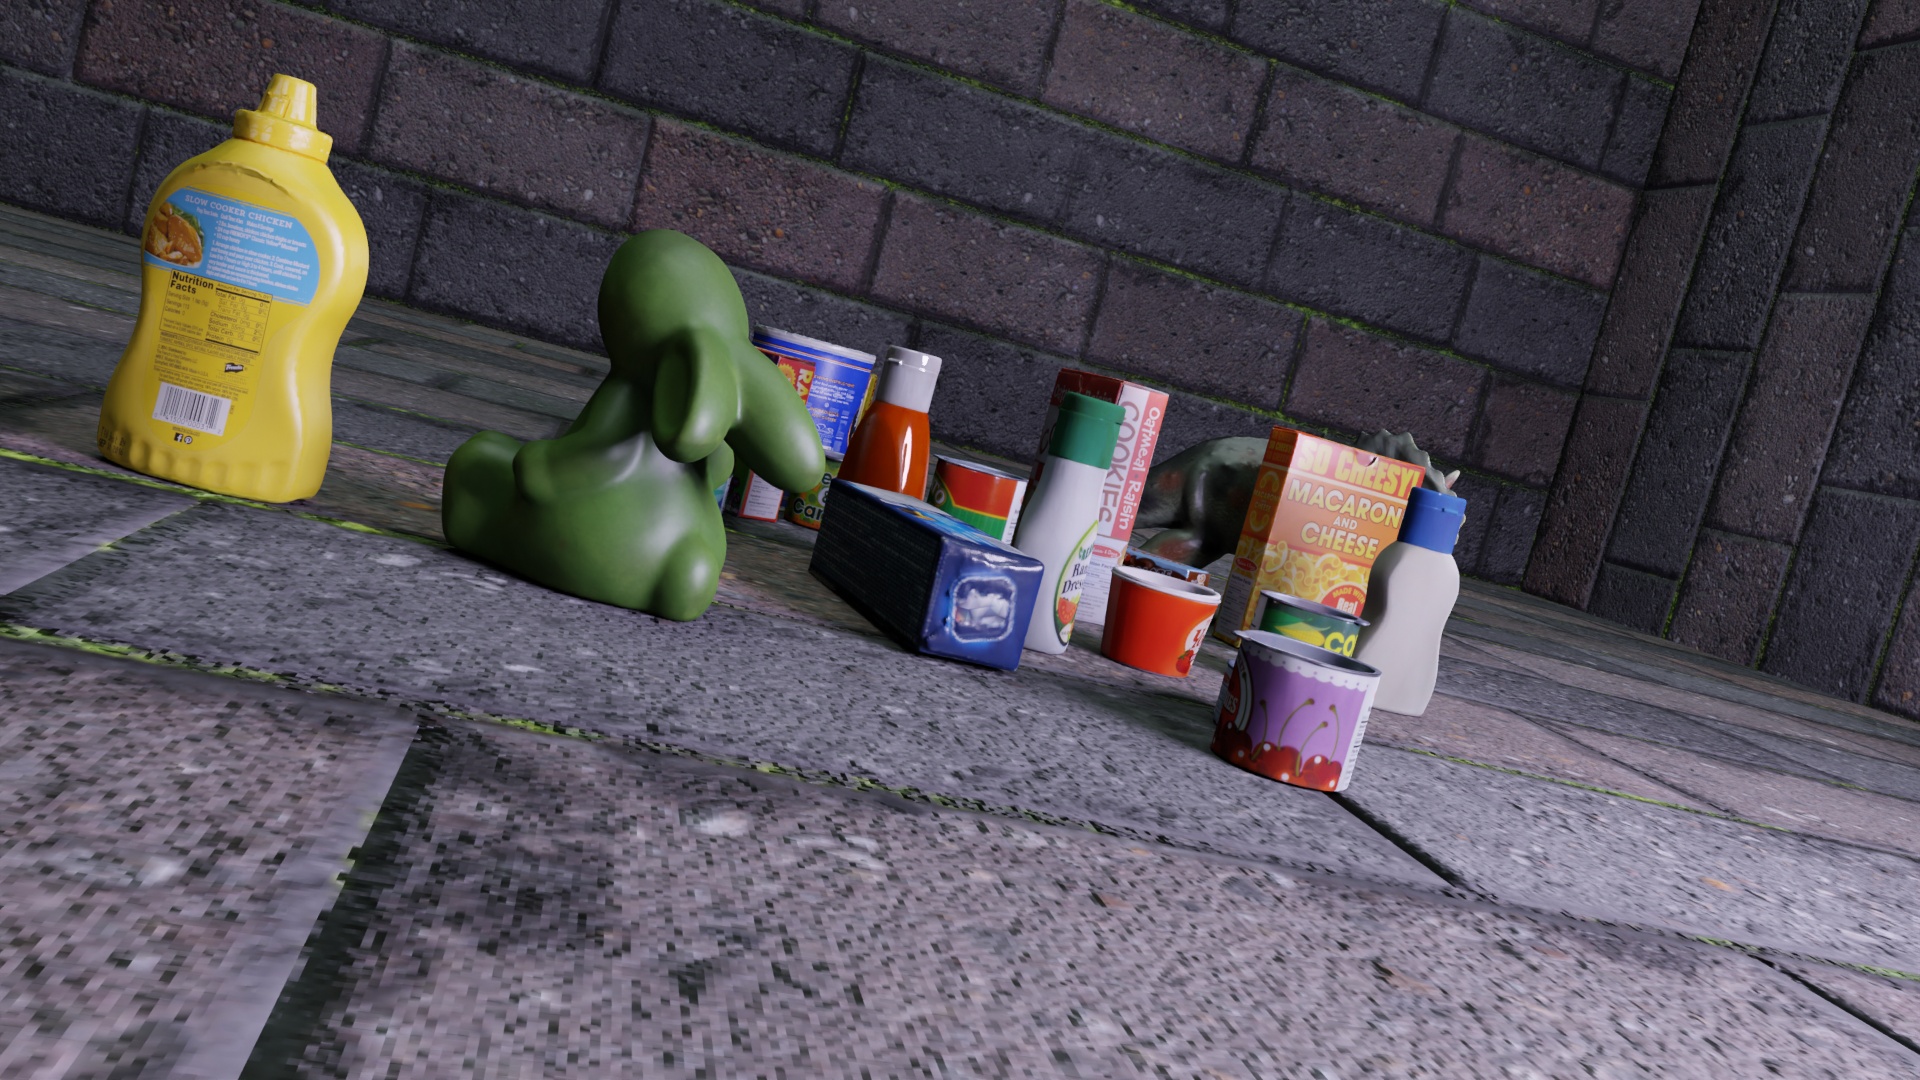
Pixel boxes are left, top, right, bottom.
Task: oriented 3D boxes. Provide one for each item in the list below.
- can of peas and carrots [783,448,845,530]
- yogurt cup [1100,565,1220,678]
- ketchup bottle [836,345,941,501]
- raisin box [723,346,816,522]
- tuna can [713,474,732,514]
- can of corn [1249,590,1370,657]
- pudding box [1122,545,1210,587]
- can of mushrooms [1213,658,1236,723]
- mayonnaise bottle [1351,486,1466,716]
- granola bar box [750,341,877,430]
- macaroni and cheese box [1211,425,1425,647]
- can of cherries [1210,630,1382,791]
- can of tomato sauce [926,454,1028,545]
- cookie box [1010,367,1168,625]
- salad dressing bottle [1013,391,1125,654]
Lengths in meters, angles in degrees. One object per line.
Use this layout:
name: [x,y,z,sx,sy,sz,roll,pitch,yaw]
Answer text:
can of peas and carrots: [-0.099,-0.038,1.077,0.071,0.058,0.071,15,6,-1]
yogurt cup: [0.118,0.050,0.841,0.072,0.054,0.072,15,6,-1]
ketchup bottle: [-0.049,-0.054,0.922,0.065,0.148,0.043,19,7,36]
raisin box: [-0.162,-0.084,1.045,0.086,0.123,0.040,20,8,43]
tuna can: [-0.198,-0.039,0.975,0.071,0.032,0.071,15,6,-1]
can of corn: [0.218,0.069,0.884,0.071,0.058,0.071,15,6,-1]
pudding box: [0.143,0.035,1.047,0.030,0.049,0.084,9,8,-44]
can of mushrooms: [0.169,0.088,0.720,0.071,0.033,0.071,15,6,-1]
mayonnaise bottle: [0.297,0.040,0.923,0.065,0.148,0.041,14,6,-14]
granola bar box: [-0.168,-0.107,1.227,0.166,0.124,0.039,16,6,6]
macaroni and cheese box: [0.273,0.009,1.054,0.124,0.166,0.040,13,6,-23]
can of cherries: [0.154,0.078,0.651,0.071,0.058,0.071,15,6,-1]
can of tomato sauce: [0.004,-0.012,0.984,0.071,0.083,0.071,15,6,-1]
cookie box: [0.086,-0.036,1.003,0.040,0.167,0.123,13,6,-19]
salad dressing bottle: [0.058,-0.010,0.801,0.044,0.147,0.064,17,6,20]
